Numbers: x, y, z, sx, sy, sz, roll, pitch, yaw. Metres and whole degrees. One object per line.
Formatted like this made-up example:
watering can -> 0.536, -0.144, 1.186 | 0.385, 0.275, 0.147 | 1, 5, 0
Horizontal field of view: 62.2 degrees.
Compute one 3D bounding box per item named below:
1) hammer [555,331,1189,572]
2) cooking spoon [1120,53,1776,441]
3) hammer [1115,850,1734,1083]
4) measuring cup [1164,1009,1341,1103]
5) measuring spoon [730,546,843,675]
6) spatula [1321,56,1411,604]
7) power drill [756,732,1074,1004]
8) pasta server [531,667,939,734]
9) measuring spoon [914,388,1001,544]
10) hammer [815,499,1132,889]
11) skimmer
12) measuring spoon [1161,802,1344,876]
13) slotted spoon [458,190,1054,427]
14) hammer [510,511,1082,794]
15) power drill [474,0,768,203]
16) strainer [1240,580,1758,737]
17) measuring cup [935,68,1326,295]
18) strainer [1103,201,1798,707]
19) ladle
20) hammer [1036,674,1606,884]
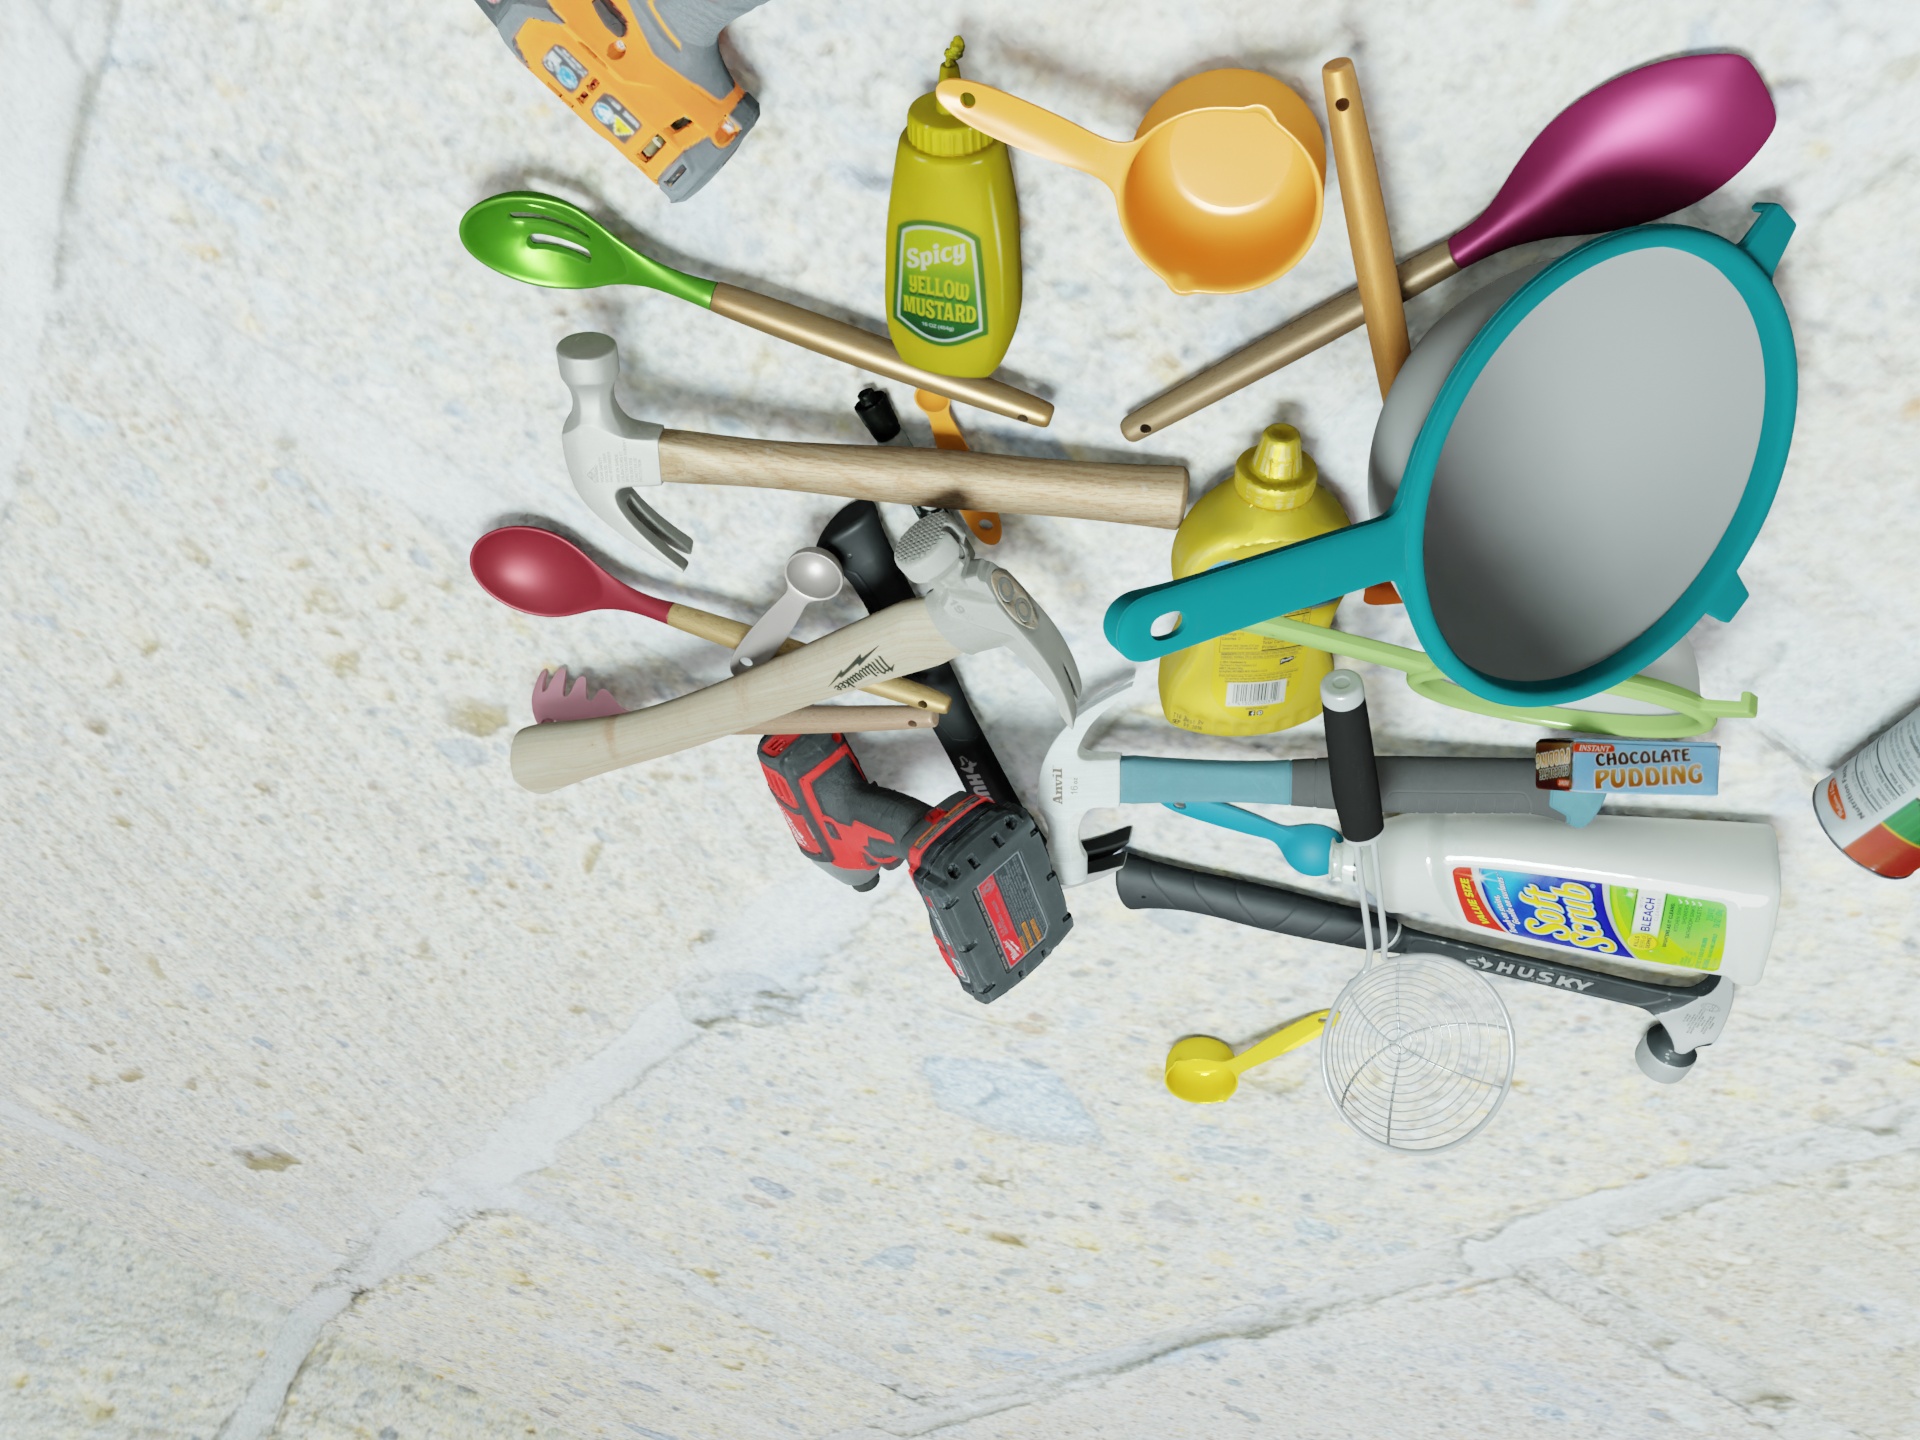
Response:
hammer -> -0.046, -0.130, 0.848 | 0.331, 0.031, 0.130 | 5, 132, 2
cooking spoon -> 0.203, -0.200, 0.727 | 0.319, 0.017, 0.068 | -24, 126, 37
hammer -> 0.304, 0.146, 1.061 | 0.409, 0.036, 0.149 | 12, 138, 6
measuring cup -> 0.223, 0.246, 1.213 | 0.156, 0.029, 0.062 | -34, 118, 29
measuring spoon -> -0.105, -0.063, 0.934 | 0.034, 0.018, 0.124 | 31, 135, -14
spatula -> 0.205, -0.160, 0.746 | 0.081, 0.041, 0.322 | -6, 135, 21
power drill -> -0.036, 0.084, 1.015 | 0.220, 0.078, 0.143 | 25, 146, 46
pasta server -> -0.156, -0.005, 1.037 | 0.316, 0.040, 0.060 | -1, 135, 25
measuring spoon -> 0.001, -0.141, 0.872 | 0.021, 0.011, 0.116 | -6, 138, 20
hammer -> -0.002, -0.003, 1.004 | 0.146, 0.035, 0.334 | -5, 134, 25
skimmer -> 0.254, 0.121, 0.917 | 0.127, 0.090, 0.362 | -25, 133, -4
measuring spoon -> 0.188, 0.075, 1.030 | 0.128, 0.021, 0.042 | 18, 139, -3
slotted spoon -> -0.101, -0.207, 0.813 | 0.313, 0.031, 0.070 | 19, 156, -1
hammer -> -0.123, -0.007, 0.960 | 0.410, 0.038, 0.146 | -17, 131, 36
power drill -> -0.113, -0.334, 0.648 | 0.164, 0.084, 0.226 | 40, 138, -23
strainer -> 0.260, -0.050, 0.813 | 0.256, 0.069, 0.151 | 13, 175, -5
measuring cup -> 0.076, -0.252, 0.691 | 0.173, 0.052, 0.095 | 21, 139, -1
strainer -> 0.200, -0.099, 0.692 | 0.340, 0.095, 0.210 | -18, 121, -16
ladle -> -0.154, -0.058, 0.976 | 0.315, 0.031, 0.069 | 18, 133, 10
hammer -> 0.210, 0.038, 0.946 | 0.331, 0.033, 0.128 | 1, 105, 9
